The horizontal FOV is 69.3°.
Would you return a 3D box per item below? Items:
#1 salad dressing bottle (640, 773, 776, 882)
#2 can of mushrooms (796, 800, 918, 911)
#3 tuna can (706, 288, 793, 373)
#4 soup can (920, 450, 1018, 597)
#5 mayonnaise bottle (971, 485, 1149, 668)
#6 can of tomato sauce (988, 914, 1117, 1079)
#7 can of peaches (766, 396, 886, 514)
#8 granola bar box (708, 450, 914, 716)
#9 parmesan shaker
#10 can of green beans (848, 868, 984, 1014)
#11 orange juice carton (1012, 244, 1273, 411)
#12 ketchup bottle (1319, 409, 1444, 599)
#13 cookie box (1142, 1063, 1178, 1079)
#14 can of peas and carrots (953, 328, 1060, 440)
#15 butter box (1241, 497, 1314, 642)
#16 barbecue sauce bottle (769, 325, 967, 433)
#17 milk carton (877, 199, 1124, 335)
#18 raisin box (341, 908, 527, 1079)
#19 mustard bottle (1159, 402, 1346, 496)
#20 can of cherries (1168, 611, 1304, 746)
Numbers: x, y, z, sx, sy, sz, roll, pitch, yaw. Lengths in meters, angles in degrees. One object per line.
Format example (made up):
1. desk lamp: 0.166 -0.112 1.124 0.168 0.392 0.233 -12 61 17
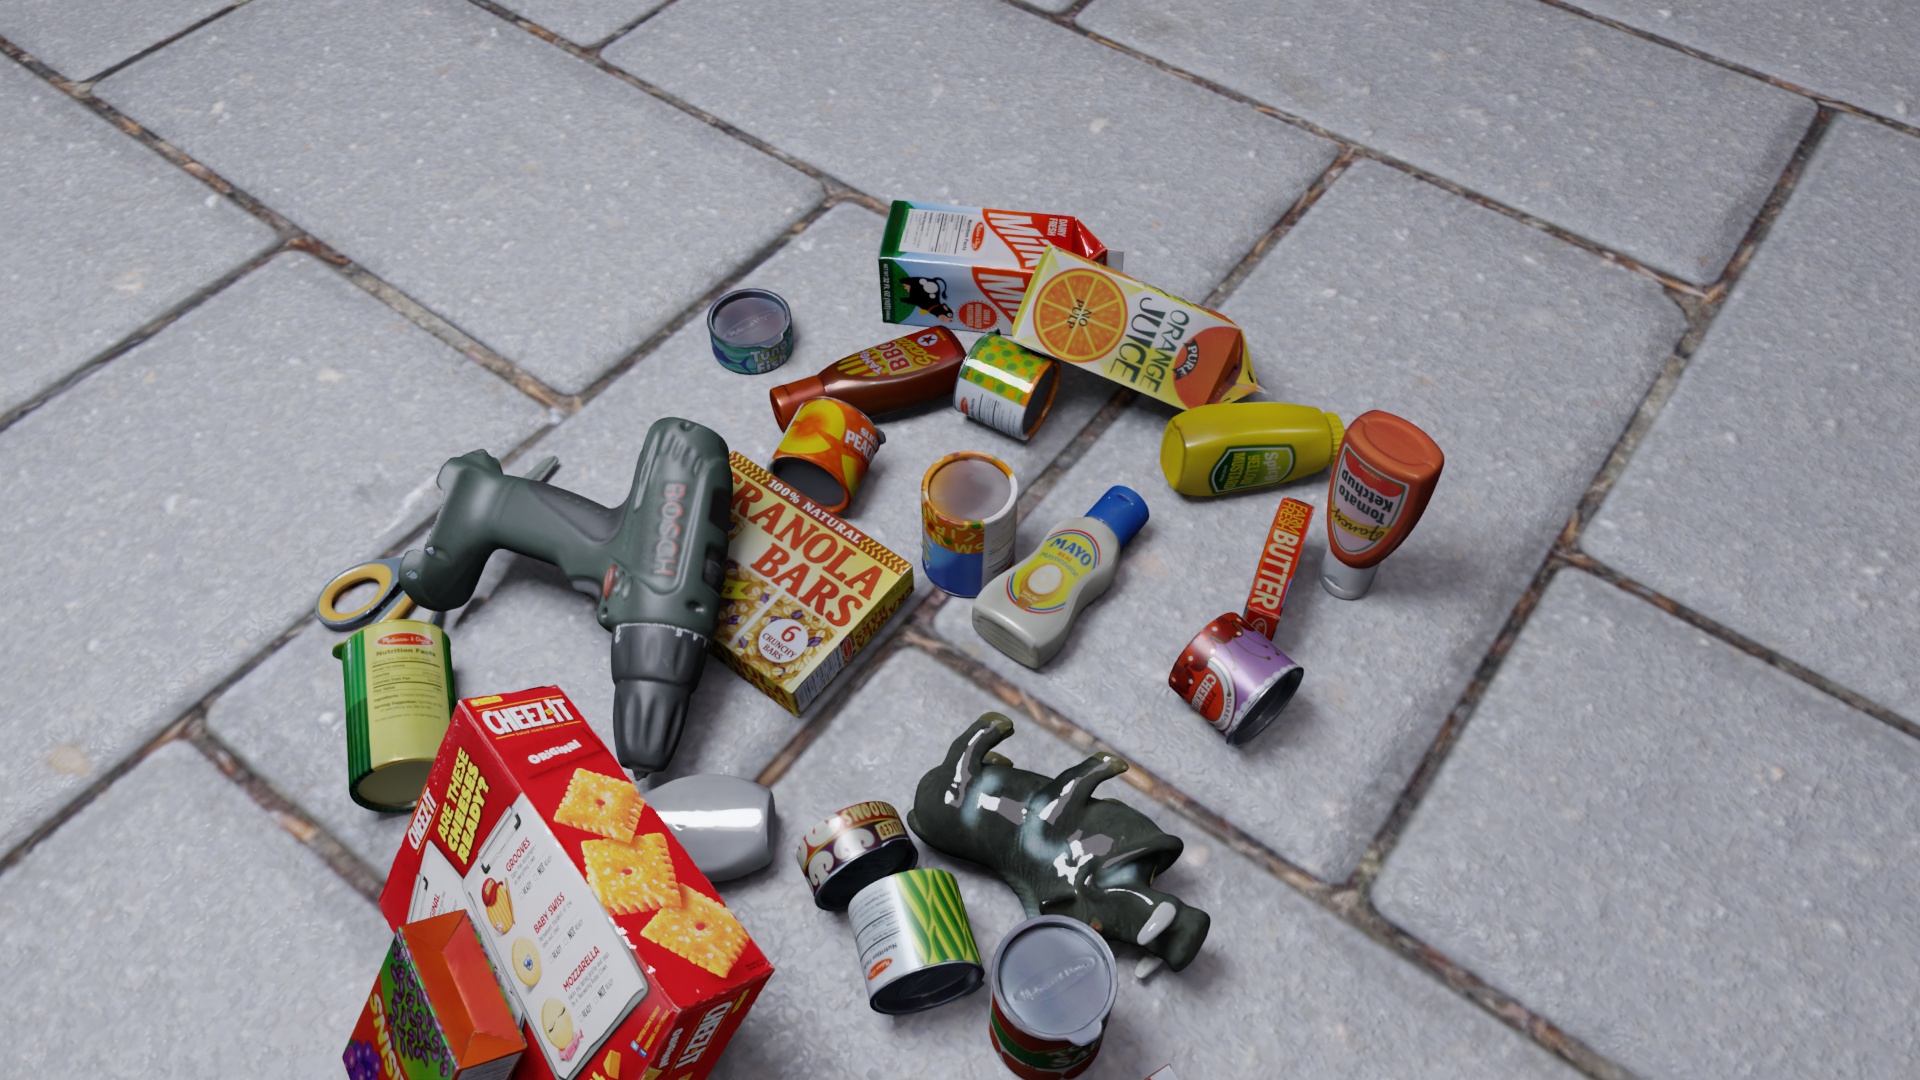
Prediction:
1. salad dressing bottle: -0.187 0.174 0.837 0.148 0.043 0.064 -1 60 0
2. can of mushrooms: -0.059 0.184 0.814 0.071 0.070 0.033 -21 55 -16
3. tuna can: -0.164 -0.164 1.100 0.071 0.032 0.071 0 53 0
4. soup can: 0.003 -0.012 0.955 0.071 0.083 0.072 0 53 0
5. mayonnaise bottle: 0.074 0.019 0.958 0.065 0.041 0.149 32 59 23
6. can of tomato sauce: 0.050 0.252 0.755 0.071 0.082 0.071 0 53 0
7. can of peaches: -0.097 -0.060 1.000 0.071 0.071 0.058 17 55 12
8. granola bar box: -0.133 0.026 0.949 0.166 0.039 0.125 32 63 22
9. parmesan shaker: -0.352 0.110 0.868 0.071 0.071 0.103 -13 55 -10
10. can of green beans: -0.026 0.226 0.785 0.071 0.071 0.058 -12 54 -10
11. orange juice carton: 0.140 -0.151 1.039 0.193 0.072 0.072 22 15 -4
12. ketchup bottle: 0.272 -0.017 0.922 0.044 0.148 0.065 -37 61 -24
13. cookie box: 0.071 0.365 0.697 0.168 0.040 0.123 -25 57 -18
14. can of peas and carrots: 0.037 -0.118 1.046 0.059 0.070 0.071 26 57 17
15. butter box: 0.214 0.025 0.949 0.024 0.052 0.104 19 55 11
16. barbecue sauce bottle: -0.070 -0.120 1.060 0.149 0.043 0.065 -19 40 -14
17. milk carton: 0.034 -0.216 1.118 0.191 0.072 0.074 6 53 5
18. raisin box: -0.274 0.264 0.718 0.040 0.122 0.086 -4 46 -46
19. mustard bottle: 0.229 -0.071 1.017 0.160 0.065 0.049 -7 49 -11
20. can of cherries: 0.174 0.089 0.890 0.072 0.071 0.058 -34 60 -23
